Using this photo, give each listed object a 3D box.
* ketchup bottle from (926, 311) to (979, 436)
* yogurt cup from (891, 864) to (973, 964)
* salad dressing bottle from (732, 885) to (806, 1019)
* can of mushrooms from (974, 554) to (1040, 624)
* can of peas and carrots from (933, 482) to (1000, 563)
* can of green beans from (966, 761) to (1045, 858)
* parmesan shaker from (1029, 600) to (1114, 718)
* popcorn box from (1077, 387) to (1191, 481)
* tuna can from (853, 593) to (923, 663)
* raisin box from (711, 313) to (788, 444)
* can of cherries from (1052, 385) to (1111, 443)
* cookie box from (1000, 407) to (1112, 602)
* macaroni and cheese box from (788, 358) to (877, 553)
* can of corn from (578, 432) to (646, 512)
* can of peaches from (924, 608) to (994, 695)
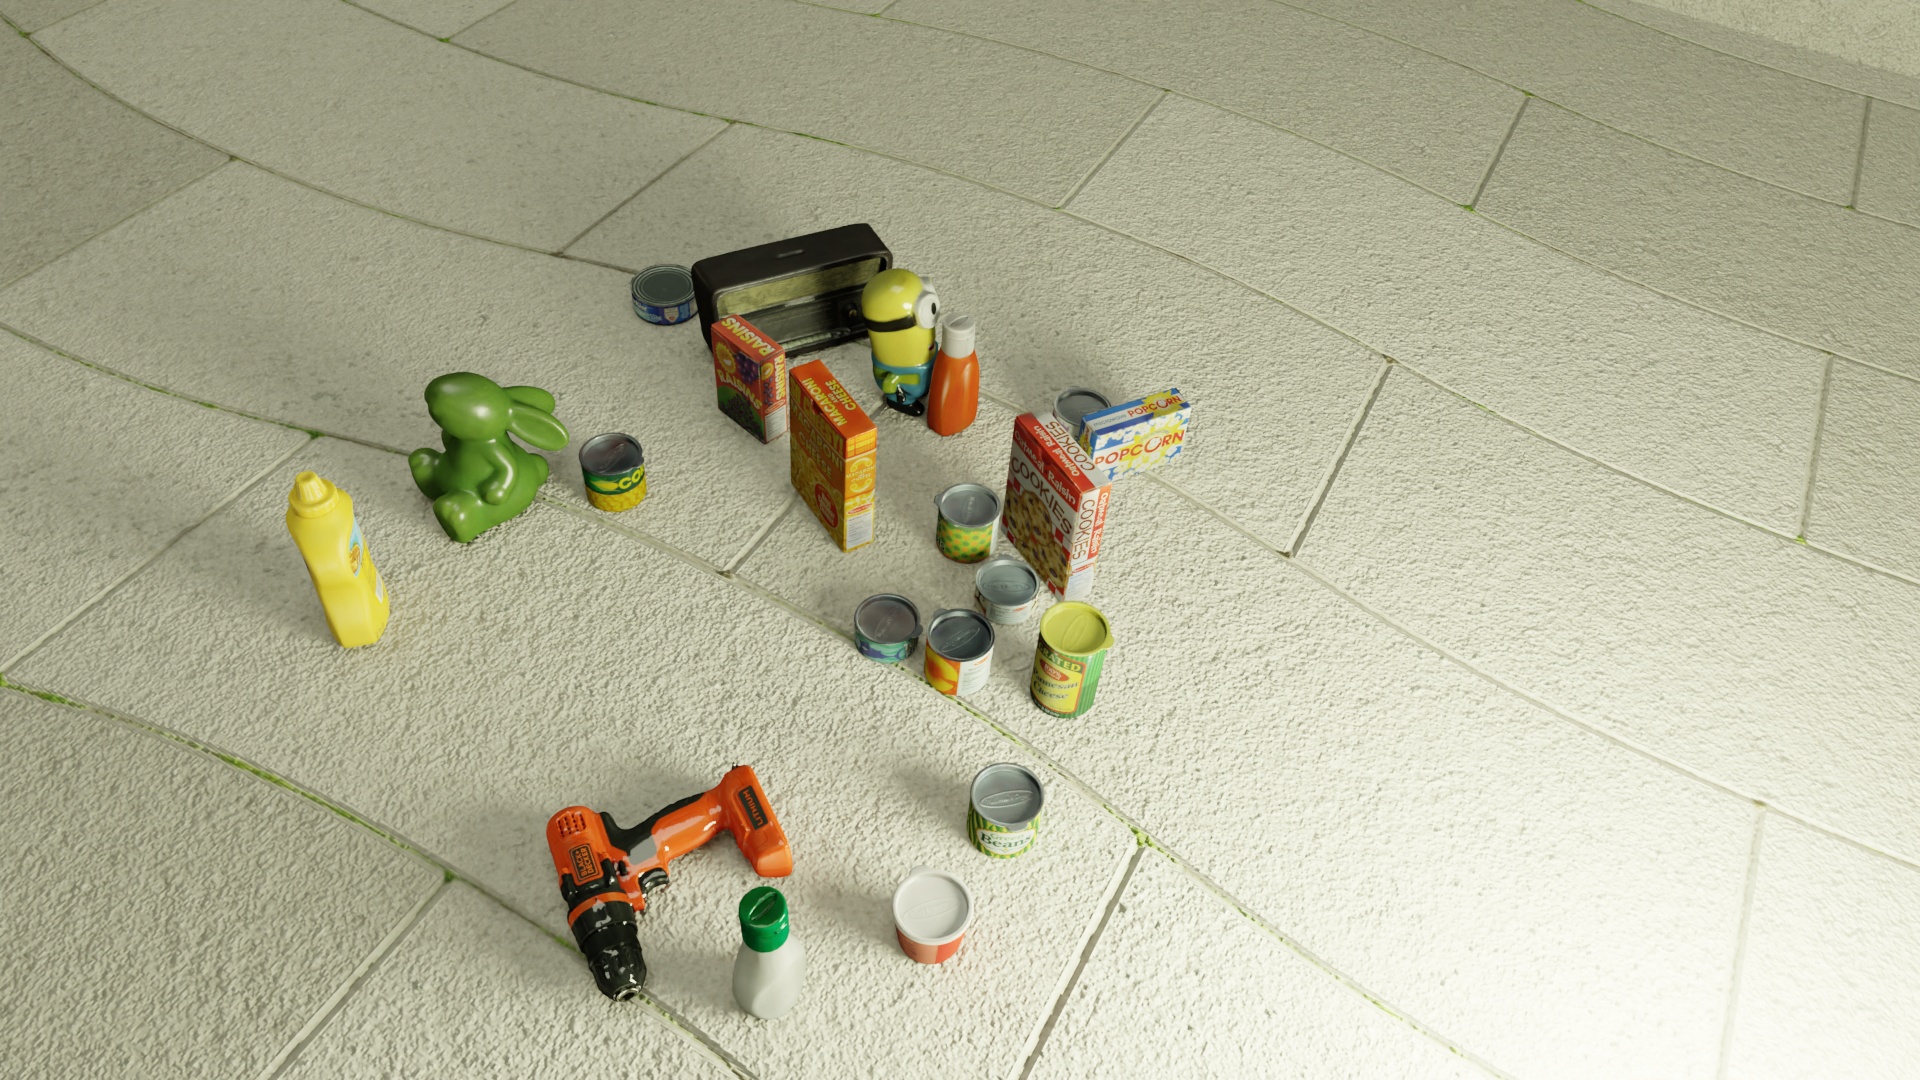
[{"bbox_3d":[-0.005,-0.189,1.573,0.043,0.148,0.065,37,54,26],"label":"ketchup bottle"},{"bbox_3d":[-0.025,0.317,1.161,0.072,0.053,0.073,3,47,-3],"label":"yogurt cup"},{"bbox_3d":[-0.150,0.321,1.082,0.044,0.146,0.064,33,53,23],"label":"salad dressing bottle"},{"bbox_3d":[0.048,0.051,1.432,0.071,0.033,0.071,3,47,-3],"label":"can of mushrooms"},{"bbox_3d":[0.005,-0.018,1.475,0.071,0.058,0.071,3,47,-3],"label":"can of peas and carrots"},{"bbox_3d":[0.039,0.241,1.236,0.071,0.057,0.071,3,47,-3],"label":"can of green beans"},{"bbox_3d":[0.106,0.117,1.327,0.071,0.102,0.072,3,47,-3],"label":"parmesan shaker"},{"bbox_3d":[0.192,-0.115,1.565,0.127,0.084,0.038,-18,51,-21],"label":"popcorn box"},{"bbox_3d":[-0.071,0.089,1.386,0.071,0.032,0.071,3,47,-3],"label":"tuna can"},{"bbox_3d":[-0.237,-0.181,1.562,0.040,0.122,0.086,-34,58,-31],"label":"raisin box"},{"bbox_3d":[0.137,-0.134,1.596,0.071,0.058,0.072,3,47,-3],"label":"can of cherries"},{"bbox_3d":[0.095,-0.034,1.424,0.040,0.166,0.123,-21,52,-23],"label":"cookie box"},{"bbox_3d":[-0.135,-0.087,1.453,0.040,0.165,0.124,-23,53,-24],"label":"macaroni and cheese box"},{"bbox_3d":[-0.370,-0.072,1.492,0.071,0.058,0.071,3,47,-3],"label":"can of corn"},{"bbox_3d":[-0.003,0.108,1.356,0.071,0.057,0.071,3,47,-3],"label":"can of peaches"}]
